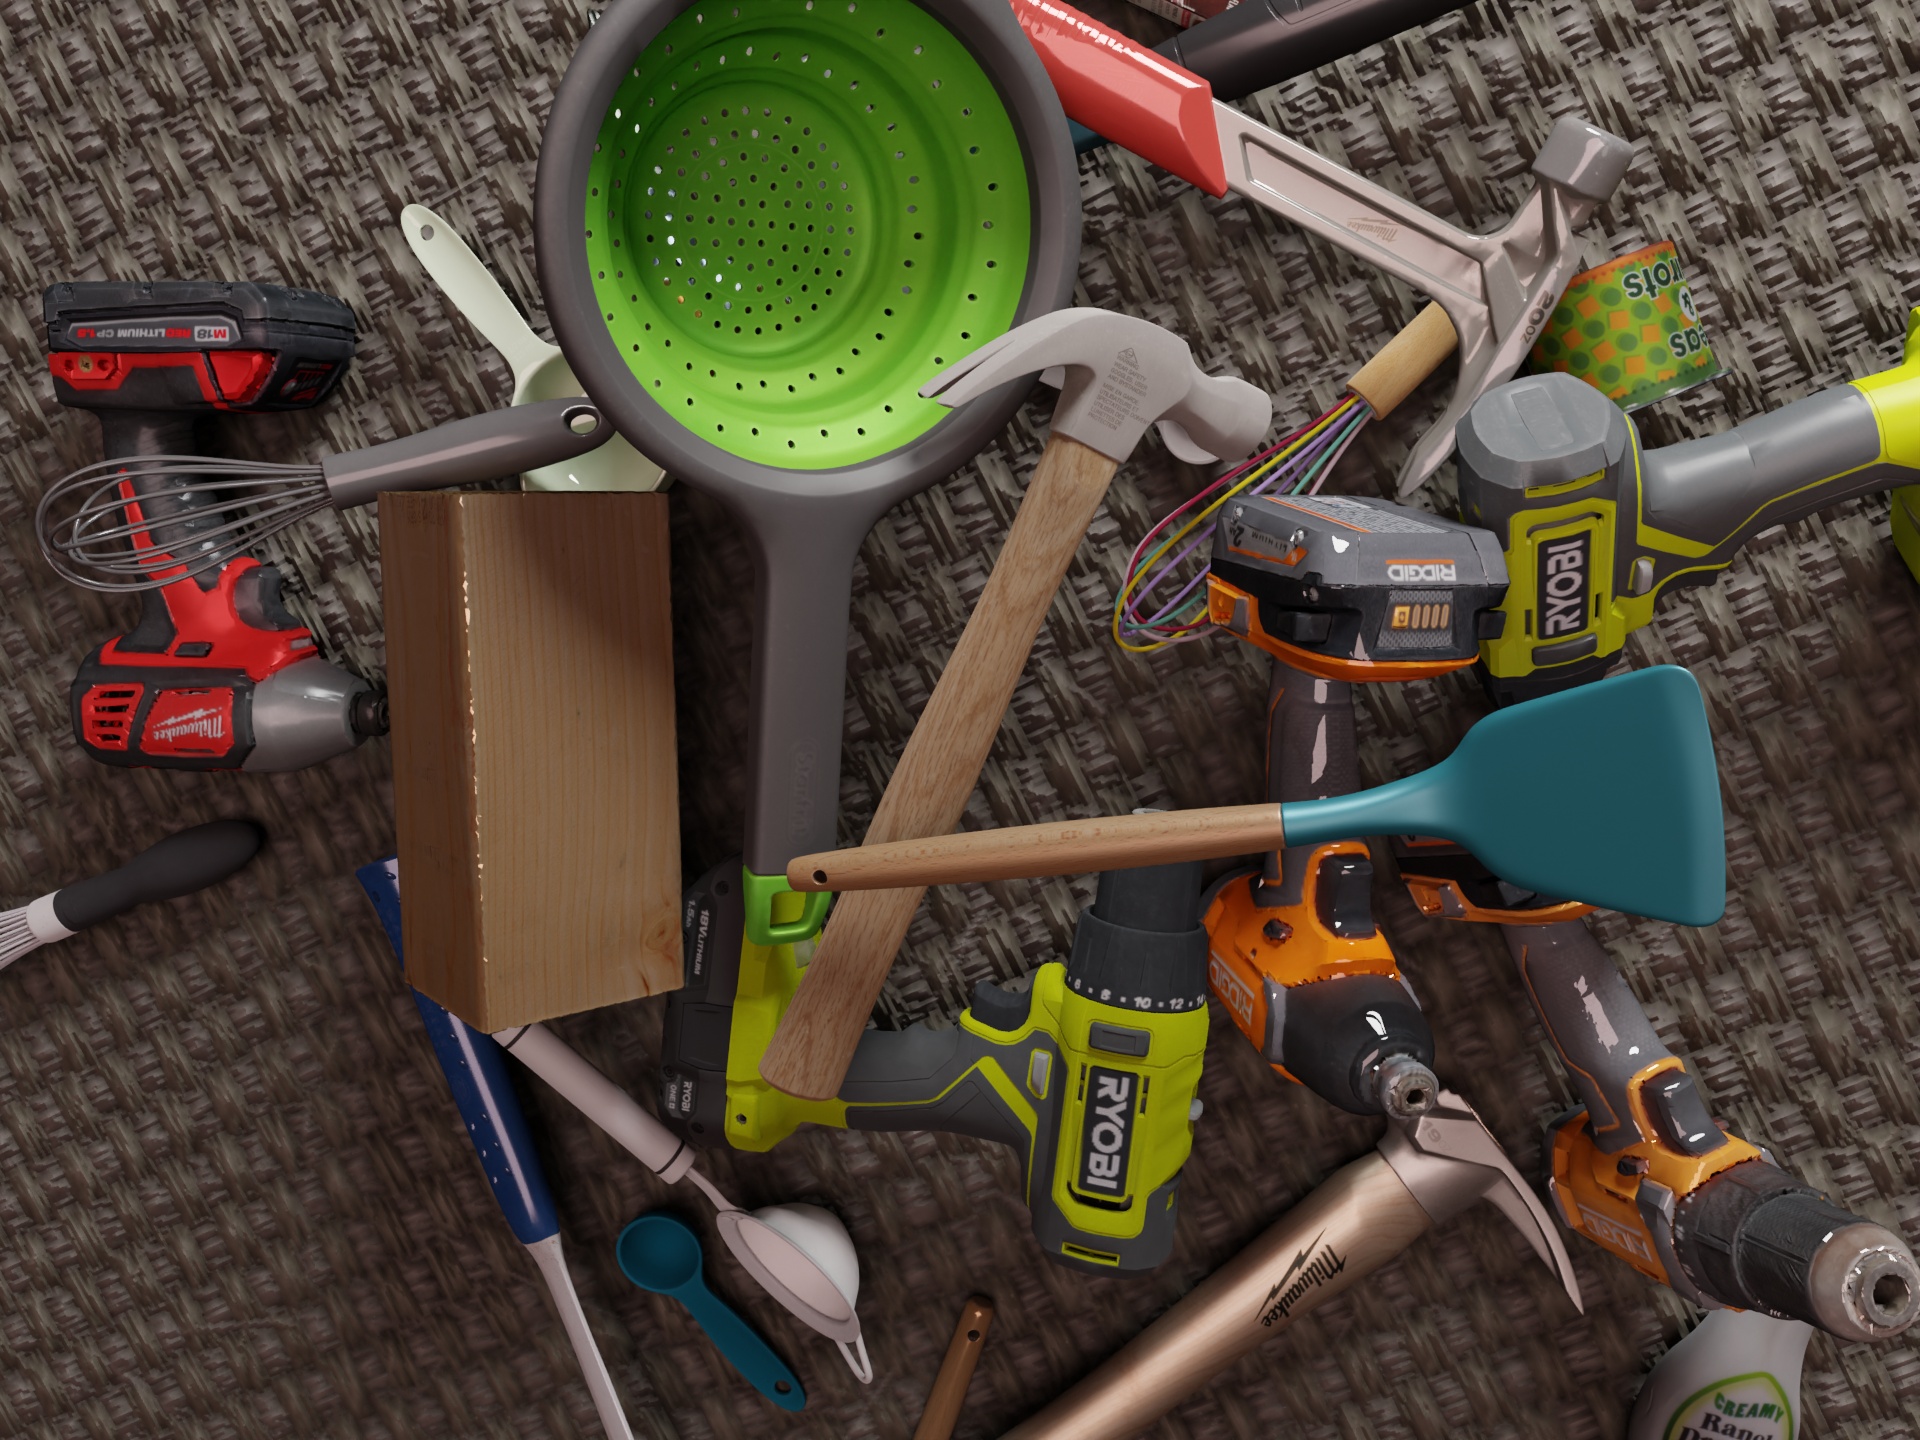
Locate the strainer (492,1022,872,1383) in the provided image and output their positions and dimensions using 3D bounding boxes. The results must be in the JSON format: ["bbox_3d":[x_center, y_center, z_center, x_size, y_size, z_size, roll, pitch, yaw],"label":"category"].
[{"bbox_3d":[-0.123,0.206,0.730,0.258,0.087,0.050,43,57,-11],"label":"strainer"}]

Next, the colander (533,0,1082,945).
[{"bbox_3d":[-0.071,-0.108,0.623,0.204,0.095,0.397,-4,109,-25],"label":"colander"}]

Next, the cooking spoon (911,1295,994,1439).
[{"bbox_3d":[-0.041,0.423,0.778,0.069,0.017,0.319,19,100,0],"label":"cooking spoon"}]

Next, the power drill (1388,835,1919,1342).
[{"bbox_3d":[0.264,0.122,0.618,0.084,0.185,0.226,-23,91,-8],"label":"power drill"}]

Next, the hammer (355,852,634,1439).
[{"bbox_3d":[-0.189,0.250,0.744,0.144,0.035,0.405,-22,89,46],"label":"hammer"}]

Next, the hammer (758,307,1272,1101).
[{"bbox_3d":[-0.001,-0.002,0.619,0.130,0.031,0.331,21,98,-29],"label":"hammer"}]

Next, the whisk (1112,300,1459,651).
[{"bbox_3d":[0.155,-0.118,0.677,0.245,0.051,0.047,-44,111,6],"label":"whisk"}]

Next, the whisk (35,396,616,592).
[{"bbox_3d":[-0.262,-0.102,0.665,0.239,0.055,0.055,-15,95,-10],"label":"whisk"}]

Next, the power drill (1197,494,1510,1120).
[{"bbox_3d":[0.148,0.034,0.617,0.084,0.164,0.226,-1,106,-12],"label":"power drill"}]

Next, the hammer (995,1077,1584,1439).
[{"bbox_3d":[0.081,0.315,0.727,0.410,0.038,0.146,-38,93,7],"label":"hammer"}]

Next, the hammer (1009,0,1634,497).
[{"bbox_3d":[0.061,-0.232,0.615,0.359,0.037,0.149,28,114,1],"label":"hammer"}]

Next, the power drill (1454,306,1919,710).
[{"bbox_3d":[0.309,-0.074,0.617,0.223,0.080,0.171,-14,136,8],"label":"power drill"}]

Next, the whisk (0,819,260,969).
[{"bbox_3d":[-0.469,0.108,0.776,0.284,0.070,0.070,-21,94,5],"label":"whisk"}]

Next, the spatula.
[{"bbox_3d":[0.083,0.039,0.544,0.317,0.044,0.082,-8,98,17],"label":"spatula"}]

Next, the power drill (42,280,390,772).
[{"bbox_3d":[-0.332,-0.084,0.723,0.143,0.078,0.219,2,100,7],"label":"power drill"}]

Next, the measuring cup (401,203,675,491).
[{"bbox_3d":[-0.188,-0.163,0.713,0.083,0.038,0.167,-40,89,10],"label":"measuring cup"}]

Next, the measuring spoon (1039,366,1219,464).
[{"bbox_3d":[0.065,-0.147,0.697,0.124,0.018,0.034,26,100,10],"label":"measuring spoon"}]

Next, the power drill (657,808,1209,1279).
[{"bbox_3d":[-0.006,0.121,0.688,0.228,0.080,0.190,8,96,14],"label":"power drill"}]

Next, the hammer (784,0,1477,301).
[{"bbox_3d":[0.090,-0.259,0.635,0.331,0.033,0.128,-17,106,19],"label":"hammer"}]

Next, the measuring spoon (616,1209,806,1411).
[{"bbox_3d":[-0.116,0.285,0.774,0.042,0.021,0.128,-36,101,14],"label":"measuring spoon"}]
